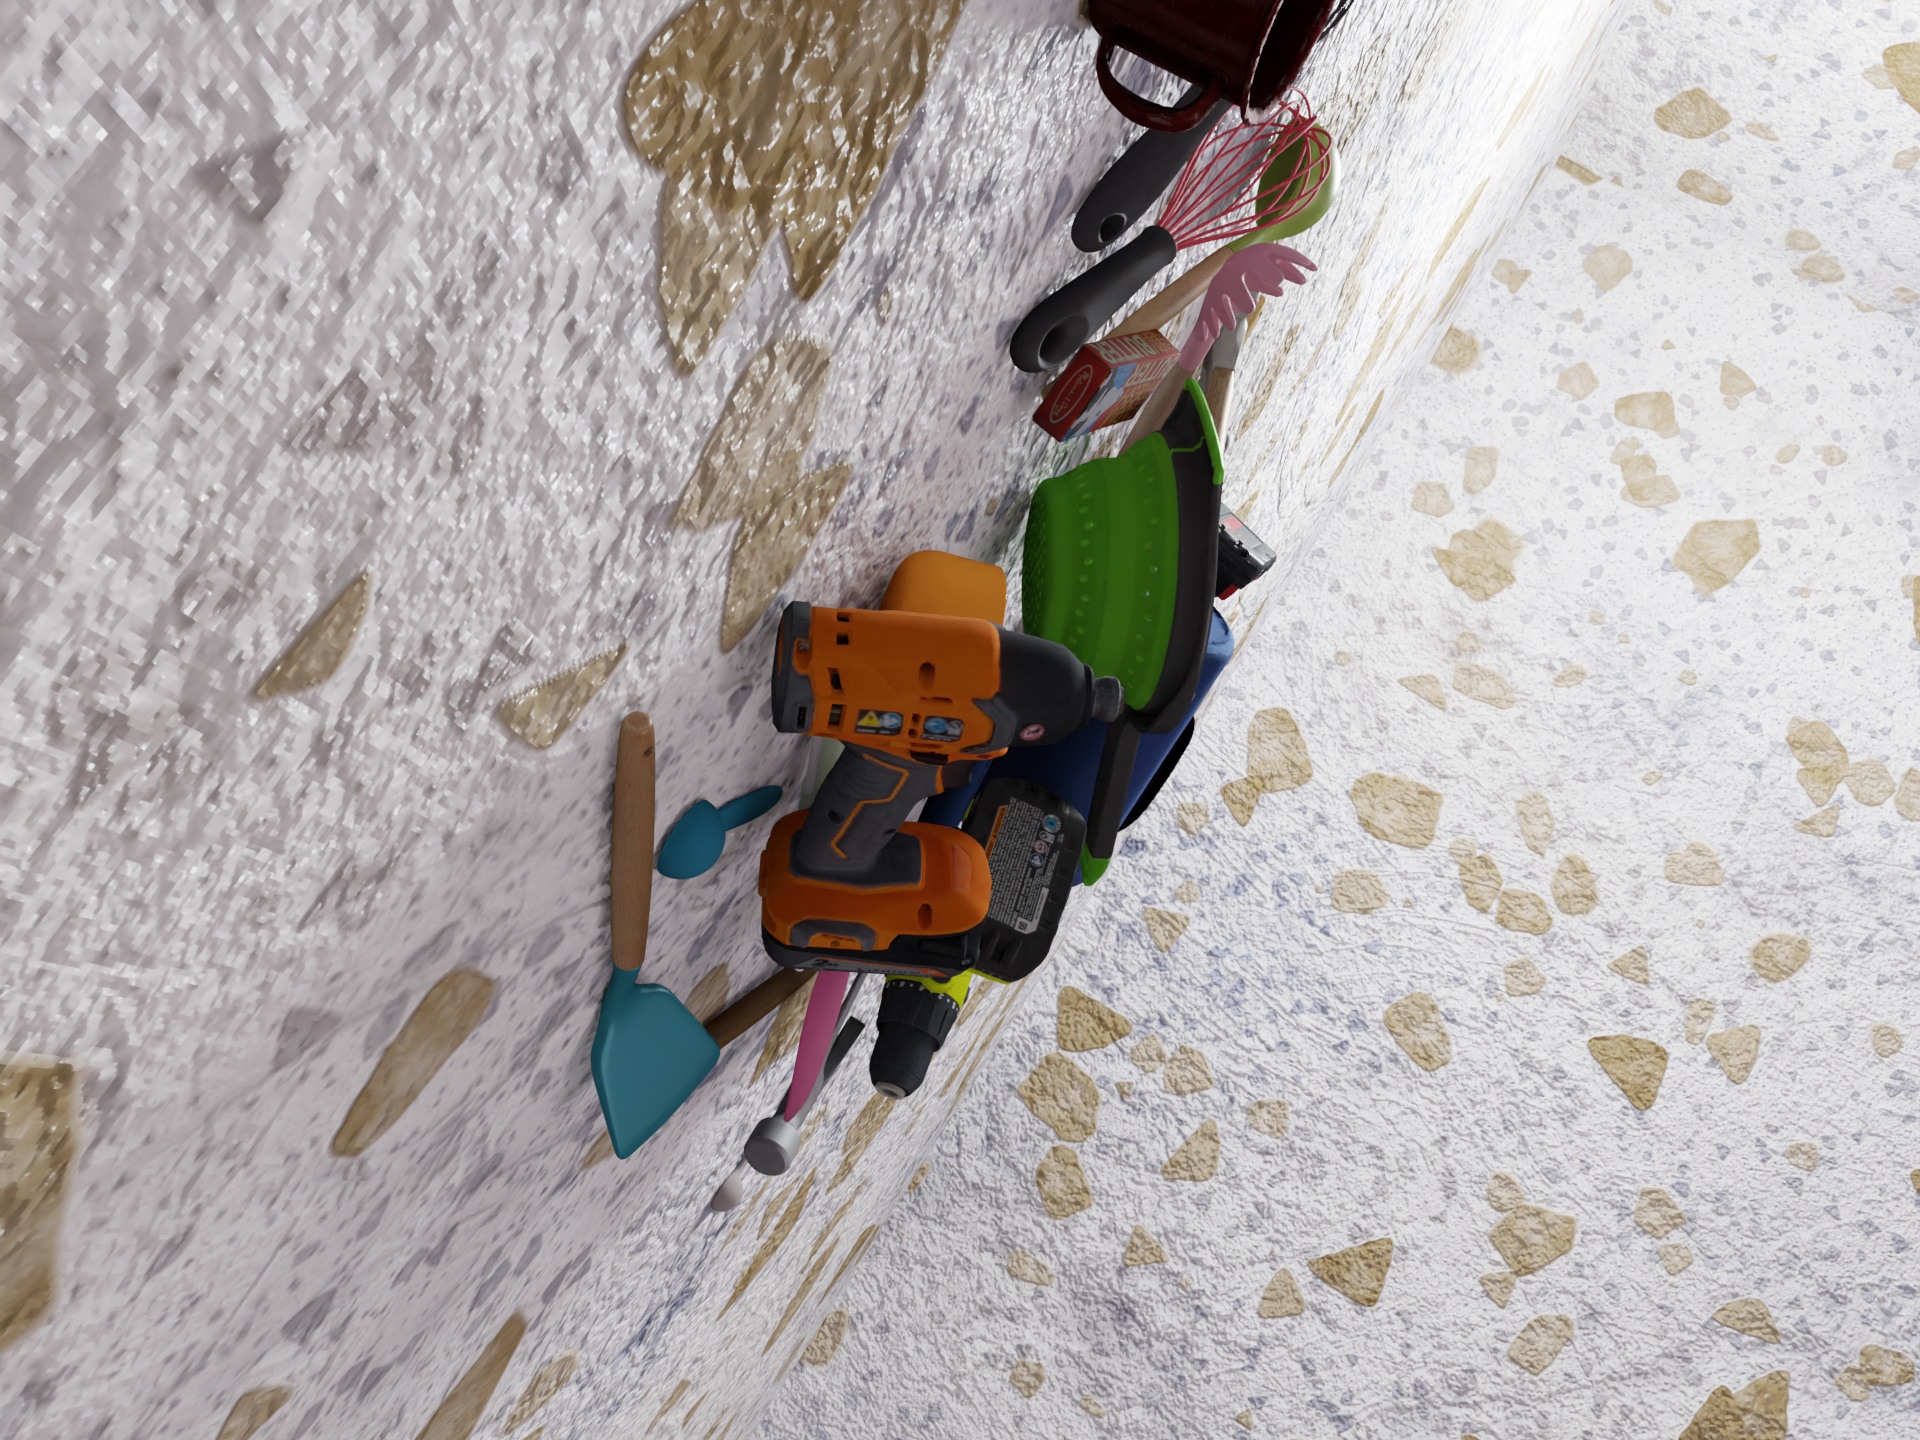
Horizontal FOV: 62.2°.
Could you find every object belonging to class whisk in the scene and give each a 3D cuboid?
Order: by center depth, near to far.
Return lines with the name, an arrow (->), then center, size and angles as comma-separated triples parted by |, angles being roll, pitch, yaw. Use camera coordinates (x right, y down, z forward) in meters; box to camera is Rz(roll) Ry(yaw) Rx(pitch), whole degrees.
whisk -> 0.131, -0.326, 0.815 | 0.239, 0.055, 0.055 | -51, 167, -14
whisk -> 0.121, -0.271, 0.880 | 0.296, 0.073, 0.073 | -44, 162, -31
whisk -> -0.083, 0.059, 0.907 | 0.058, 0.059, 0.246 | -102, -161, -44

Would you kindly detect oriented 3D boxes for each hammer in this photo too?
hammer -> -0.042, 0.119, 1.020 | 0.405, 0.035, 0.144 | -64, 177, 33
hammer -> 0.173, -0.156, 1.143 | 0.130, 0.031, 0.331 | 93, 8, -62

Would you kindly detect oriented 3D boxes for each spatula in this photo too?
spatula -> -0.146, 0.103, 0.748 | 0.082, 0.044, 0.317 | -45, 161, -36

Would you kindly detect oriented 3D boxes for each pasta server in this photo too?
pasta server -> 0.144, -0.214, 1.033 | 0.060, 0.040, 0.316 | -36, 172, -20

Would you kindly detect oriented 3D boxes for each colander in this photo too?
colander -> 0.082, -0.034, 1.055 | 0.205, 0.094, 0.396 | -95, -170, -48

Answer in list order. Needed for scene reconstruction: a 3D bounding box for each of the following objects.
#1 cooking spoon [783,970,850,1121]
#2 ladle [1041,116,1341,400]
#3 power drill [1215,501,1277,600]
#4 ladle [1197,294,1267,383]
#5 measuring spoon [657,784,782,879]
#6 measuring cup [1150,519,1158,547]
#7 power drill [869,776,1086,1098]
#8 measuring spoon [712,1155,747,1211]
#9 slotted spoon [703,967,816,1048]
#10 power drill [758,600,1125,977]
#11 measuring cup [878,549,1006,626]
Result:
cooking spoon -> -0.050, 0.080, 0.939 | 0.068, 0.017, 0.319 | 80, 27, -76
ladle -> 0.142, -0.285, 0.990 | 0.320, 0.062, 0.078 | -43, 174, -31
power drill -> 0.166, -0.083, 1.403 | 0.226, 0.080, 0.188 | -48, 173, 21
ladle -> 0.164, -0.214, 1.265 | 0.315, 0.031, 0.069 | -58, 167, -12
measuring spoon -> -0.113, 0.054, 0.811 | 0.042, 0.021, 0.128 | -63, 168, 17
measuring cup -> 0.131, -0.136, 1.286 | 0.156, 0.062, 0.029 | -45, 155, -12
power drill -> 0.000, 0.155, 1.117 | 0.228, 0.080, 0.191 | 123, -11, -59
measuring spoon -> -0.171, 0.372, 1.369 | 0.124, 0.018, 0.034 | -53, 167, -29
slotted spoon -> -0.117, 0.176, 1.088 | 0.070, 0.031, 0.314 | -64, 165, 23
power drill -> -0.018, 0.037, 0.793 | 0.226, 0.164, 0.084 | 104, -12, -47
measuring cup -> -0.031, -0.024, 0.863 | 0.173, 0.052, 0.095 | 127, -26, -51
